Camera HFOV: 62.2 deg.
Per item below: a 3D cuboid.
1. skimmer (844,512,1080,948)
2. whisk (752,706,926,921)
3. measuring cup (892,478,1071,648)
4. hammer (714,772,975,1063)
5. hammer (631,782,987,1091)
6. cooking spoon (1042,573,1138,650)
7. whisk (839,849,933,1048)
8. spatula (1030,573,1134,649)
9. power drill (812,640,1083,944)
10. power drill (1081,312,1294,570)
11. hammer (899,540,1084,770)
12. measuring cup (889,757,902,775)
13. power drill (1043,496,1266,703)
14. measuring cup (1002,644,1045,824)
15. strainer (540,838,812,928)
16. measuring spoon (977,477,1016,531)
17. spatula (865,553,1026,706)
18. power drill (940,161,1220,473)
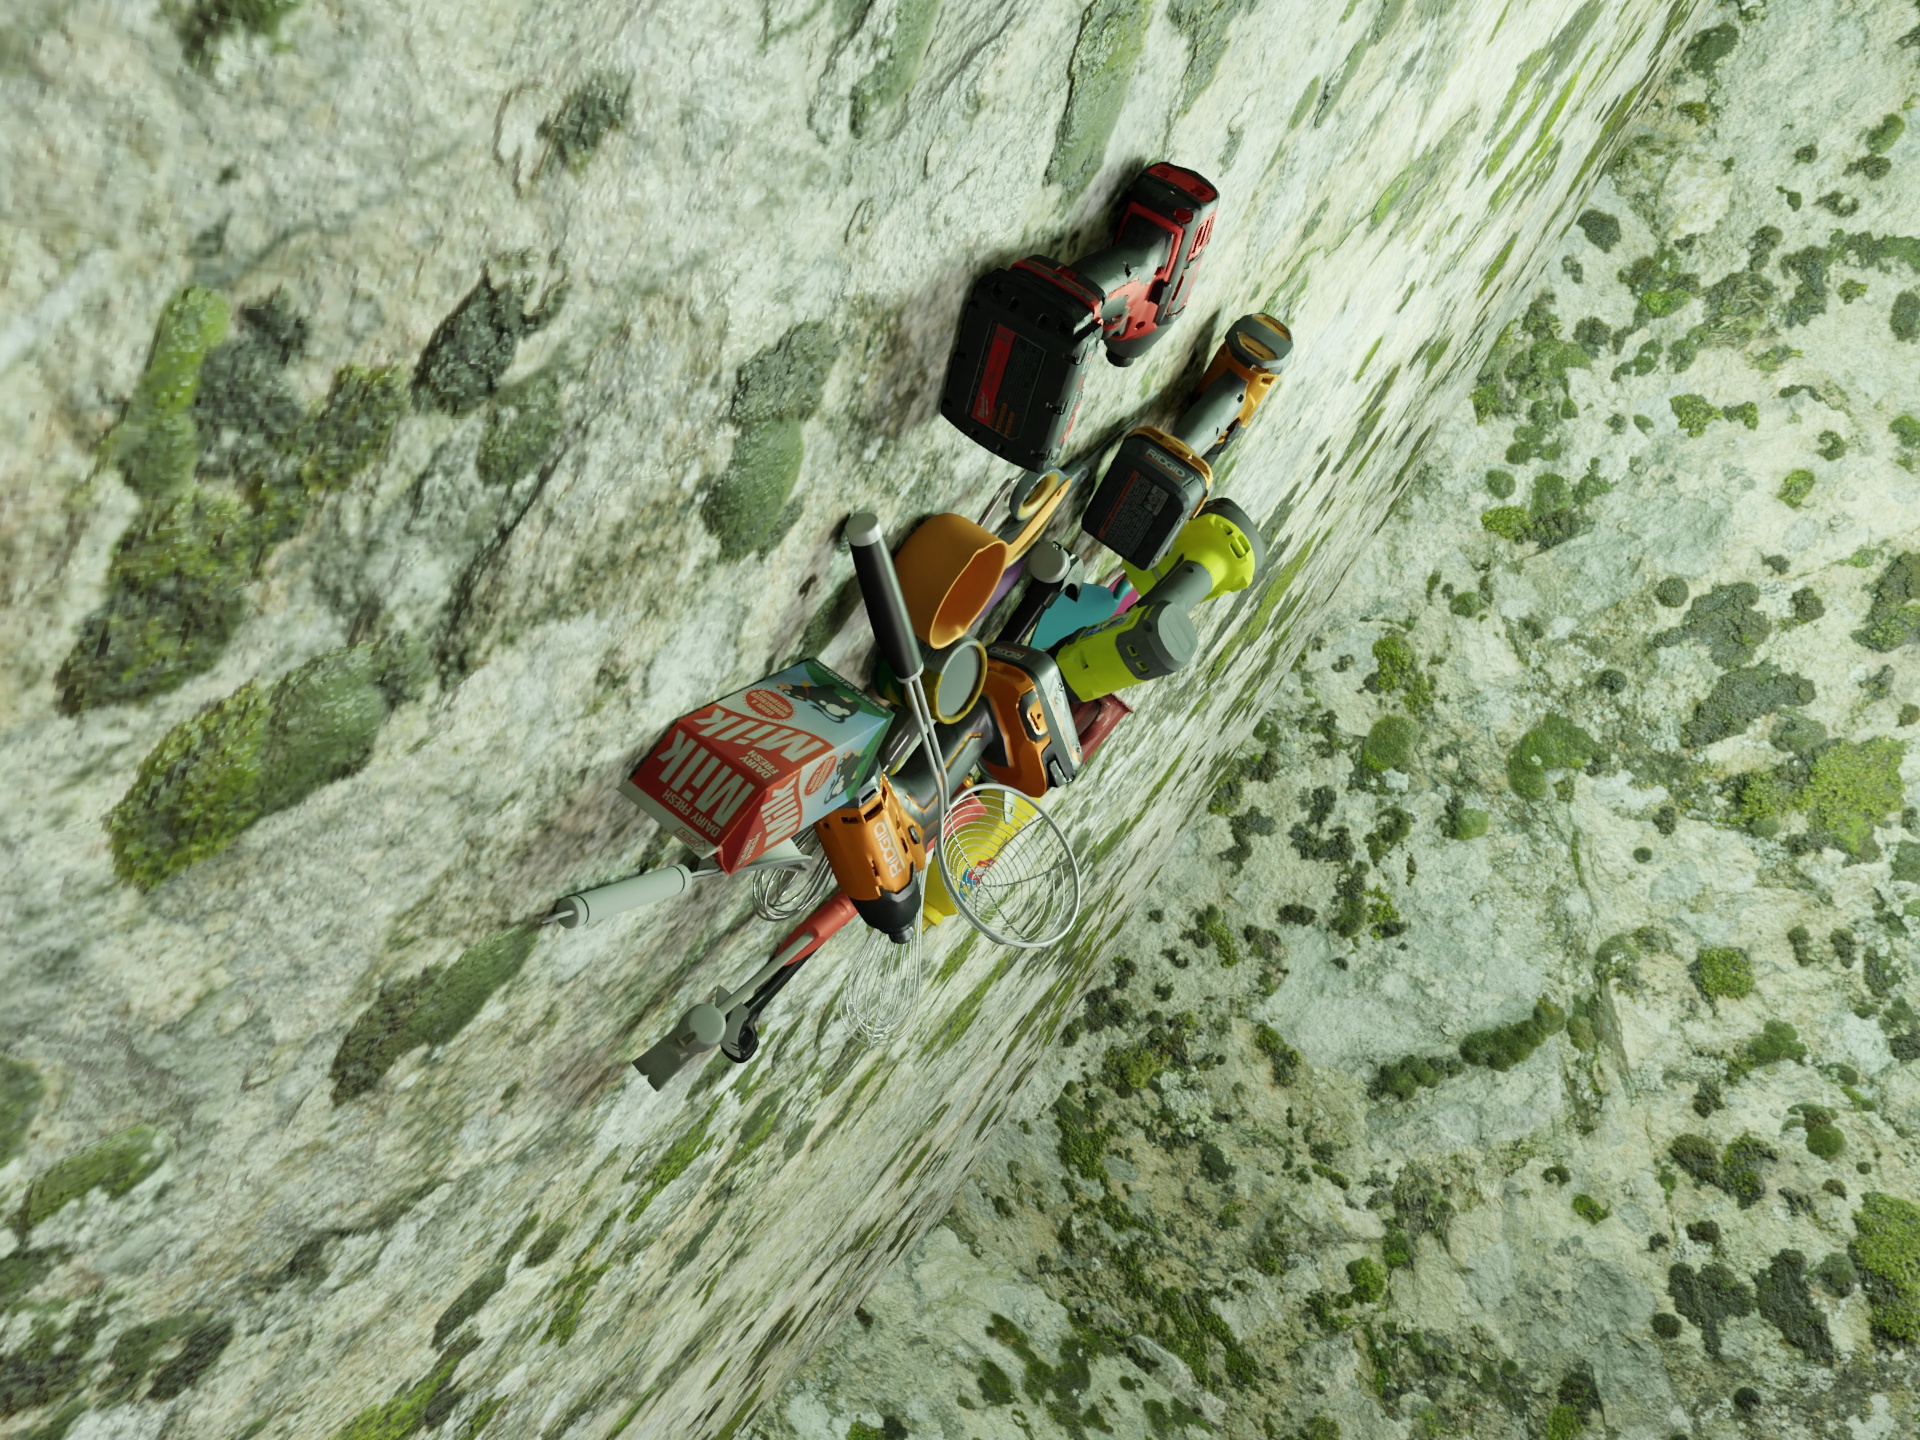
[{"bbox_3d":[0.006,0.011,1.075,0.127,0.090,0.362,-67,151,-42],"label":"skimmer"},{"bbox_3d":[-0.080,0.056,1.236,0.246,0.059,0.057,-54,138,-18],"label":"whisk"},{"bbox_3d":[0.011,-0.127,1.113,0.174,0.052,0.095,-49,164,-28],"label":"measuring cup"},{"bbox_3d":[-0.097,0.156,1.417,0.337,0.034,0.127,-47,164,-27],"label":"hammer"},{"bbox_3d":[-0.107,0.161,1.270,0.359,0.037,0.149,-39,177,-36],"label":"hammer"},{"bbox_3d":[0.108,-0.080,1.561,0.319,0.017,0.068,-36,151,-49],"label":"cooking spoon"},{"bbox_3d":[-0.044,0.147,1.390,0.070,0.070,0.285,38,66,-75],"label":"whisk"},{"bbox_3d":[0.163,-0.148,1.582,0.317,0.044,0.082,-42,159,-53],"label":"spatula"},{"bbox_3d":[-0.010,0.058,1.220,0.226,0.084,0.164,-38,126,-30],"label":"power drill"},{"bbox_3d":[0.194,-0.231,1.389,0.226,0.084,0.185,-52,175,-31],"label":"power drill"},{"bbox_3d":[-0.002,-0.004,1.347,0.335,0.035,0.146,-55,170,7],"label":"hammer"},{"bbox_3d":[-0.070,0.042,1.292,0.156,0.029,0.062,-67,165,0],"label":"measuring cup"},{"bbox_3d":[0.162,-0.099,1.404,0.171,0.080,0.223,-18,-159,46],"label":"power drill"},{"bbox_3d":[0.063,0.016,1.457,0.083,0.038,0.167,-7,103,-58],"label":"measuring cup"},{"bbox_3d":[-0.179,0.100,1.037,0.087,0.050,0.258,-13,180,30],"label":"strainer"},{"bbox_3d":[0.013,-0.124,1.183,0.124,0.018,0.034,-59,164,10],"label":"measuring spoon"},{"bbox_3d":[-0.038,-0.041,1.204,0.316,0.018,0.059,-45,163,-35],"label":"spatula"},{"bbox_3d":[0.084,-0.256,1.019,0.220,0.078,0.143,-46,163,-40],"label":"power drill"}]
